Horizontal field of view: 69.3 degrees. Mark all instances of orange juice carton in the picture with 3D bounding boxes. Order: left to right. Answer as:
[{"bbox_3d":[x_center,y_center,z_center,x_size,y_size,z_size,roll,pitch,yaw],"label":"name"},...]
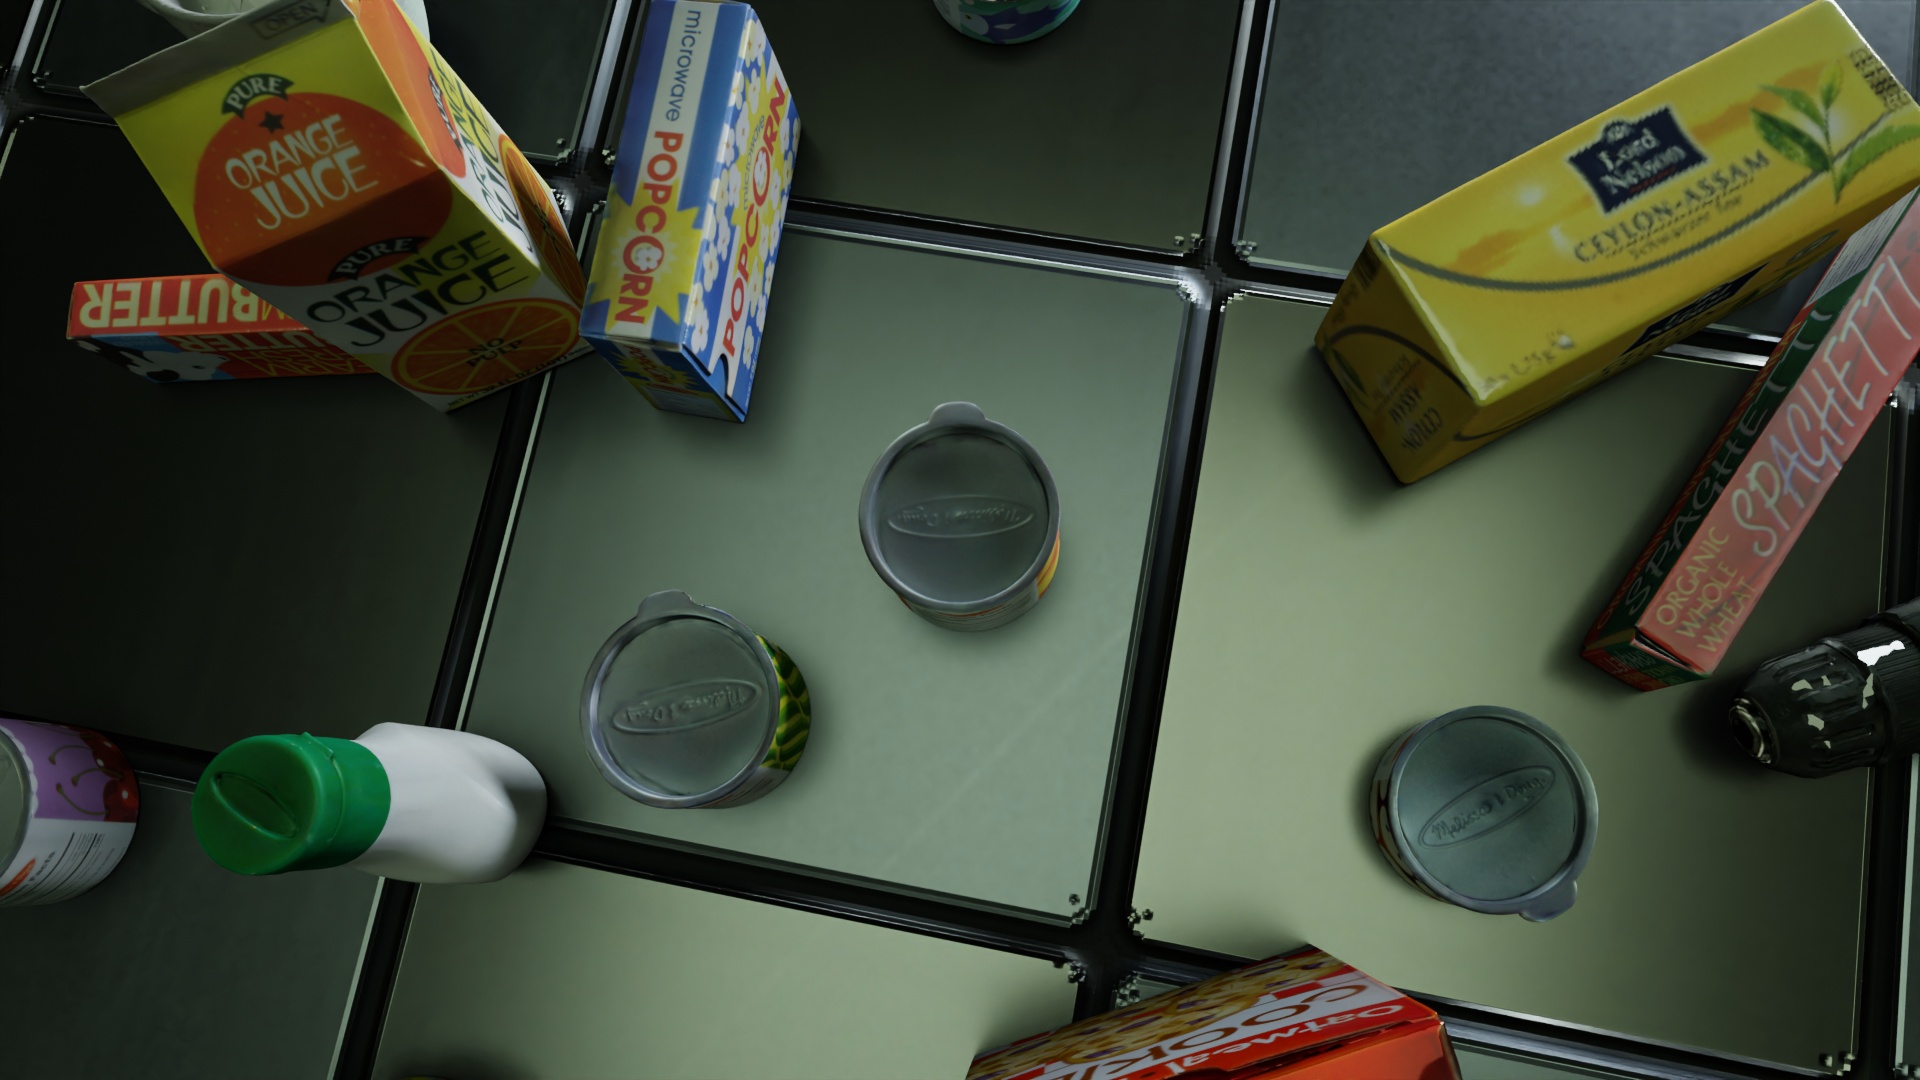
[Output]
[{"bbox_3d":[-0.187,-0.112,0.449,0.072,0.192,0.073,-23,78,0],"label":"orange juice carton"}]

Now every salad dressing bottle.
[{"bbox_3d":[-0.177,0.082,0.431,0.064,0.147,0.044,32,83,10],"label":"salad dressing bottle"}]

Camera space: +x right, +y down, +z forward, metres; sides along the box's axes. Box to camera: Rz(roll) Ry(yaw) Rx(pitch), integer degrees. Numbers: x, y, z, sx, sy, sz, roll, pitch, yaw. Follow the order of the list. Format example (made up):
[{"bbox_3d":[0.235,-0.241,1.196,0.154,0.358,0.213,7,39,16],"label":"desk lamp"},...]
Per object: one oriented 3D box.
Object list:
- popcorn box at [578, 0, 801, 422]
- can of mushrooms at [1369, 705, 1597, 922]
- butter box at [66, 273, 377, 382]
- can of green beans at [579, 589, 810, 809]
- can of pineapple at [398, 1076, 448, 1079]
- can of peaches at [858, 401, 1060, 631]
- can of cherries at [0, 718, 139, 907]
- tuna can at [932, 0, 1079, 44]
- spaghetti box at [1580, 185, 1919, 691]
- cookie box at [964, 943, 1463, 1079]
[{"bbox_3d":[-0.093,-0.116,0.498,0.038,0.085,0.127,8,79,6],"label":"popcorn box"},{"bbox_3d":[0.173,0.091,0.461,0.071,0.033,0.071,-1,78,4],"label":"can of mushrooms"},{"bbox_3d":[-0.267,-0.079,0.520,0.103,0.053,0.024,-2,79,4],"label":"butter box"},{"bbox_3d":[-0.088,0.058,0.475,0.071,0.057,0.071,-1,78,4],"label":"can of green beans"},{"bbox_3d":[-0.189,0.211,0.450,0.071,0.057,0.071,-1,78,4],"label":"can of pineapple"},{"bbox_3d":[0.002,-0.006,0.481,0.071,0.058,0.071,-1,78,4],"label":"can of peaches"},{"bbox_3d":[-0.338,0.093,0.486,0.071,0.058,0.071,-1,78,4],"label":"can of cherries"},{"bbox_3d":[0.020,-0.231,0.540,0.071,0.032,0.071,-1,78,4],"label":"tuna can"},{"bbox_3d":[0.295,-0.057,0.474,0.029,0.050,0.250,35,83,10],"label":"spaghetti box"},{"bbox_3d":[0.060,0.156,0.387,0.123,0.167,0.040,-18,78,1],"label":"cookie box"}]
